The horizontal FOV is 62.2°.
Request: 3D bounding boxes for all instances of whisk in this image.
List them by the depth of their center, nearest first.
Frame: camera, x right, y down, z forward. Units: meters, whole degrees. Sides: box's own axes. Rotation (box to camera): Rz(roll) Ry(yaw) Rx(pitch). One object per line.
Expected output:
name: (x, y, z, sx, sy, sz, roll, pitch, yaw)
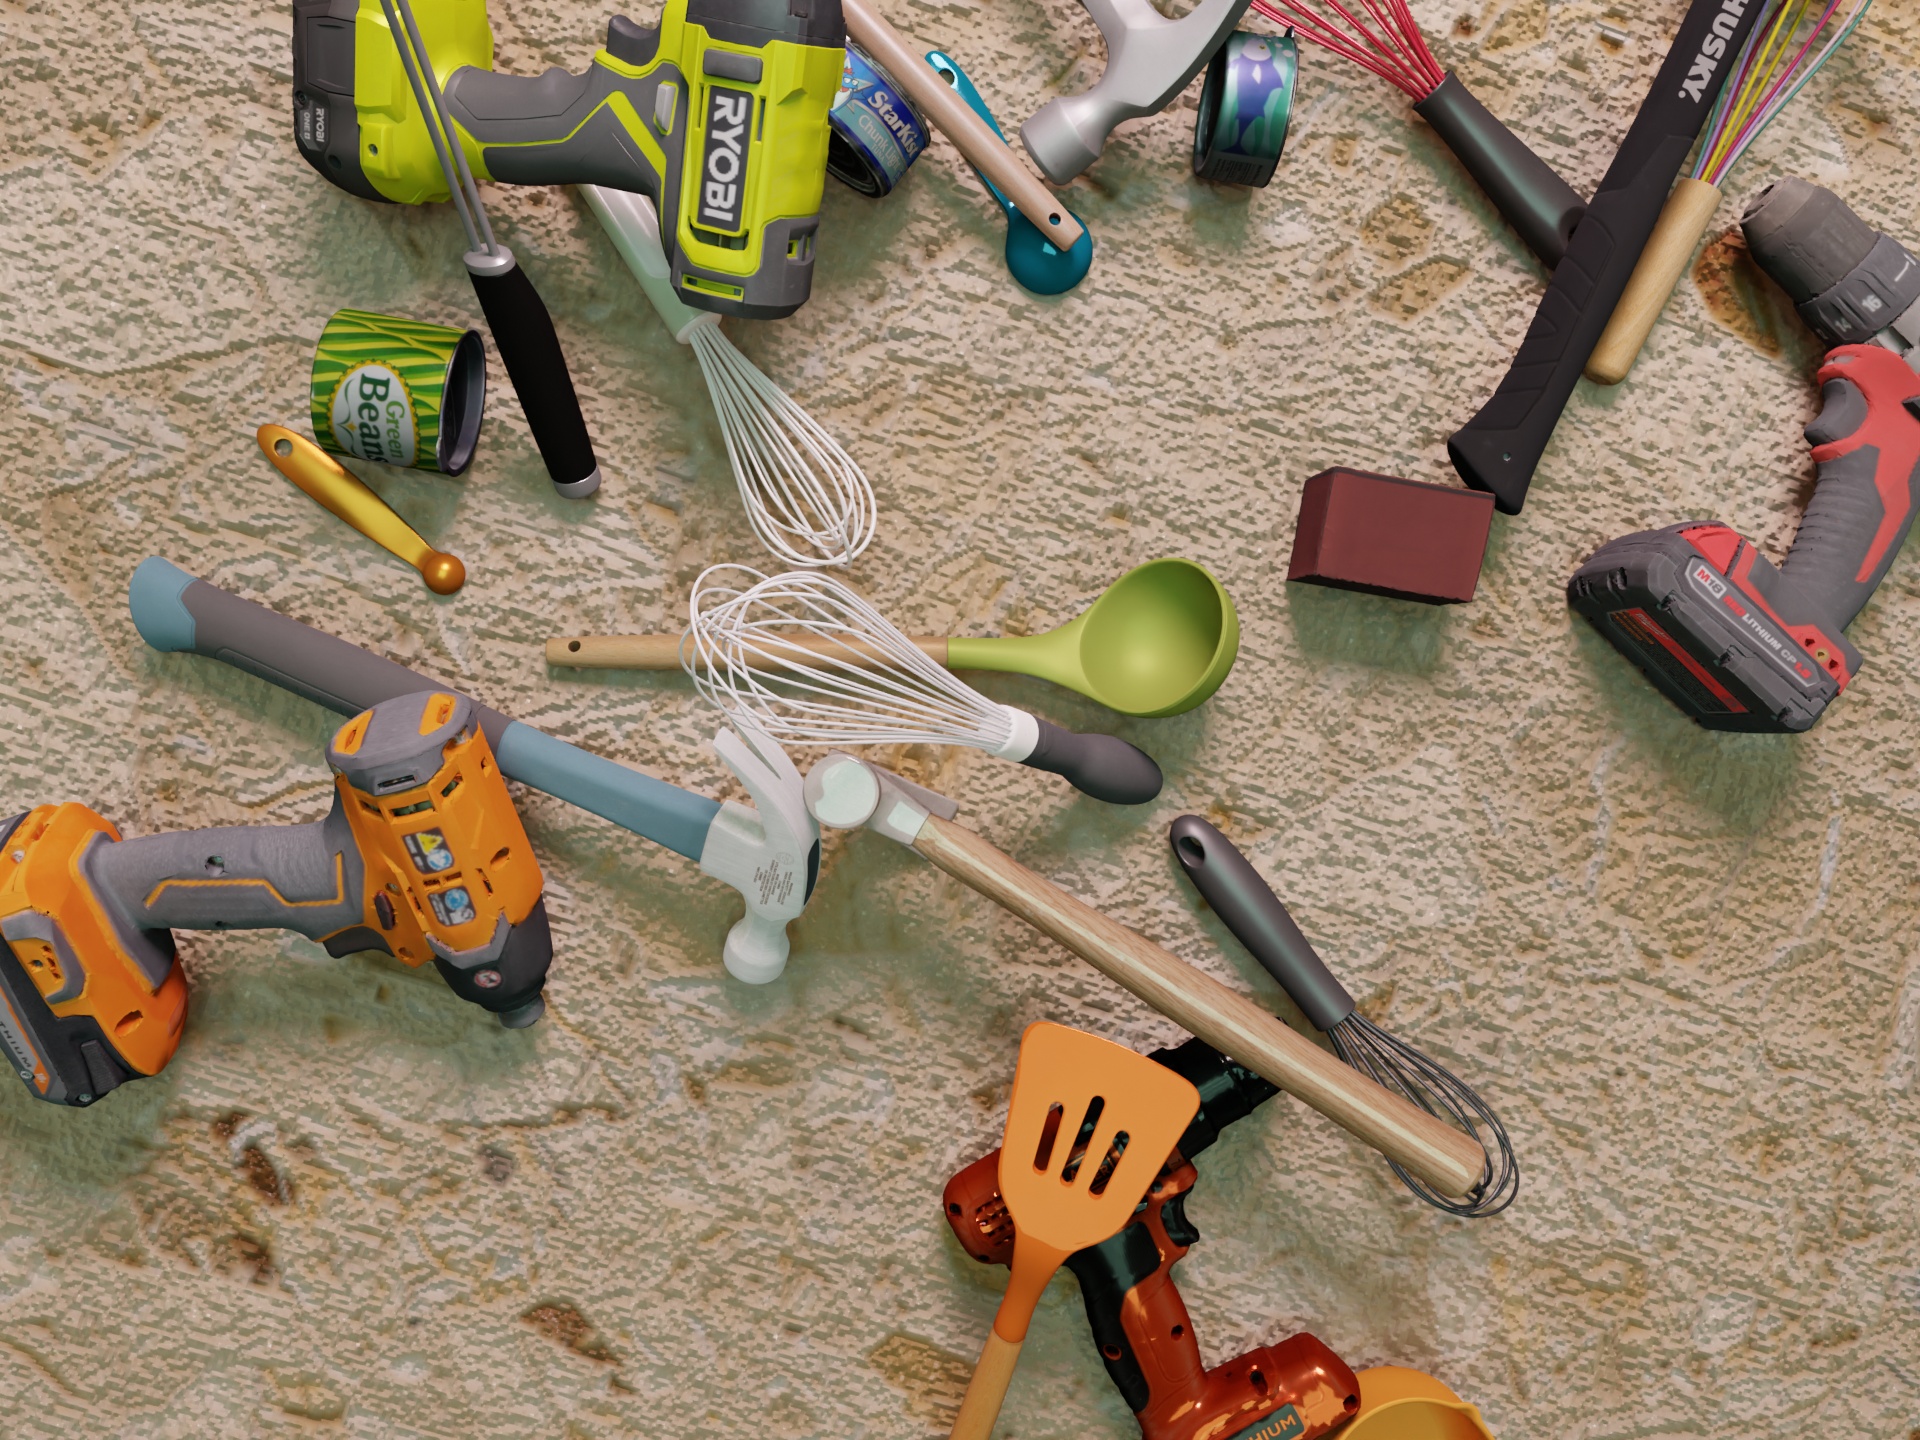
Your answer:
whisk: (-0.001, -0.001, 0.664, 0.284, 0.070, 0.070, 20, 90, -45)
whisk: (-0.116, -0.174, 0.729, 0.058, 0.059, 0.246, -32, 89, -14)
whisk: (0.208, -0.310, 0.743, 0.295, 0.073, 0.073, 43, 89, -10)
whisk: (0.180, 0.138, 0.756, 0.055, 0.055, 0.239, -39, 89, -2)
whisk: (0.366, -0.272, 0.762, 0.051, 0.047, 0.245, 27, 94, -5)

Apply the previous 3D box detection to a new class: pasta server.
pasta server: (-0.061, -0.327, 0.707, 0.316, 0.040, 0.060, 44, 101, -5)

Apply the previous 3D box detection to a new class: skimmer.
skimmer: (-0.220, -0.212, 0.595, 0.127, 0.362, 0.090, 28, 58, 30)

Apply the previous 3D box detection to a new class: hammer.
hammer: (0.080, 0.108, 0.695, 0.331, 0.130, 0.031, 32, 90, 1)
hammer: (-0.010, -0.450, 0.710, 0.144, 0.035, 0.405, -34, 87, 22)
hammer: (-0.217, 0.008, 0.715, 0.331, 0.033, 0.128, 23, 125, 1)
hammer: (0.318, -0.251, 0.725, 0.146, 0.035, 0.335, 24, 97, -3)

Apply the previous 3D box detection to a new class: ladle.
ladle: (-0.033, -0.037, 0.733, 0.320, 0.062, 0.078, 0, 66, -1)

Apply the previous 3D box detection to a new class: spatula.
spatula: (0.018, 0.290, 0.720, 0.081, 0.041, 0.322, 21, 110, 10)

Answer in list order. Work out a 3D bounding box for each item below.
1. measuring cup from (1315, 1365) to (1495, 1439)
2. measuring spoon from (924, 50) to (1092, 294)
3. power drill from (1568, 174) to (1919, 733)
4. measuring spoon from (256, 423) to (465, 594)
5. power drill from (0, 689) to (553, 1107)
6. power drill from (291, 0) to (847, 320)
measuring cup: (0.244, 0.379, 0.763, 0.173, 0.052, 0.095, 34, 89, -6)
measuring spoon: (0.020, -0.260, 0.746, 0.042, 0.021, 0.128, -33, 94, -3)
power drill: (0.393, -0.125, 0.749, 0.188, 0.080, 0.227, 43, 86, -4)
measuring spoon: (-0.279, -0.099, 0.736, 0.117, 0.011, 0.021, 39, 89, -4)
power drill: (-0.295, 0.090, 0.691, 0.226, 0.084, 0.164, -15, 119, -1)
power drill: (-0.158, -0.276, 0.660, 0.223, 0.080, 0.171, 16, 114, 13)
